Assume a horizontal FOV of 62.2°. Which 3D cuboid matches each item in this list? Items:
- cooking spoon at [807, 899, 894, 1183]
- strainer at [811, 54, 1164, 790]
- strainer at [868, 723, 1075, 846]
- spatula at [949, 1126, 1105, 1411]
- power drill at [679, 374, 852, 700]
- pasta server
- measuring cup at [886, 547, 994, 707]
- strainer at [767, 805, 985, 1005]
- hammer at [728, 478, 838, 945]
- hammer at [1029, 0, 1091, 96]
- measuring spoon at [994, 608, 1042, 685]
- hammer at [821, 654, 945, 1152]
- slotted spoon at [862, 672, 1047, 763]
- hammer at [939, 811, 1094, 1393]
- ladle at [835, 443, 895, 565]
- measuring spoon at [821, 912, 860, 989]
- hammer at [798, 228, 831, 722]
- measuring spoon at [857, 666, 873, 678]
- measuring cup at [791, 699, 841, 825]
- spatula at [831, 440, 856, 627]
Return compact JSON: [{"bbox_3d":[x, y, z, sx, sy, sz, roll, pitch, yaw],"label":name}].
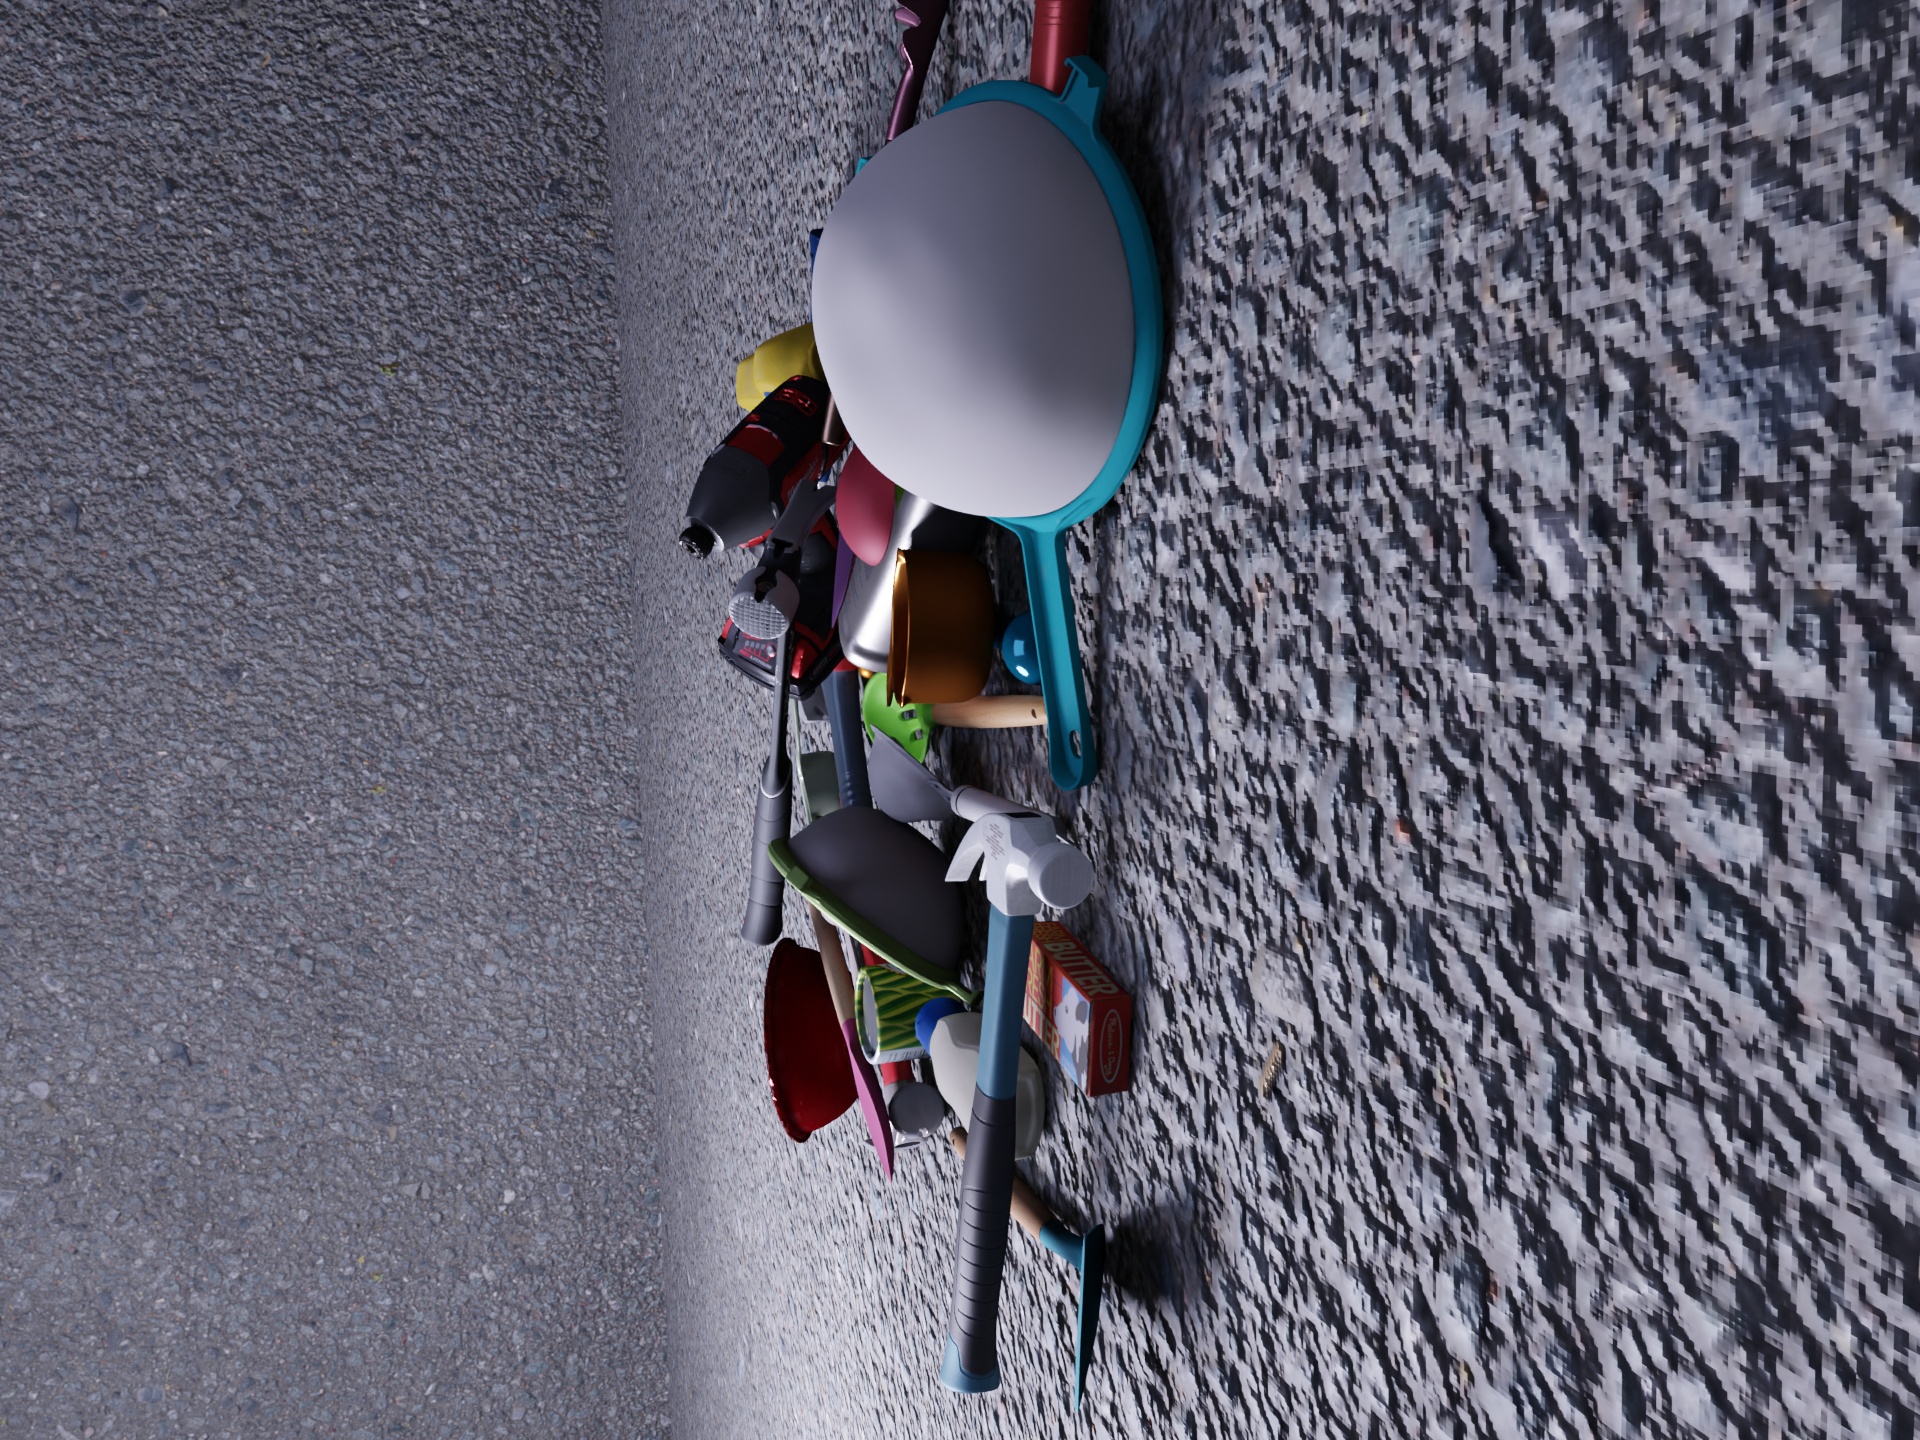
[{"bbox_3d":[-0.085,0.206,1.171,0.319,0.017,0.068,-114,15,-52],"label":"cooking spoon"},{"bbox_3d":[0.002,-0.124,0.756,0.211,0.095,0.340,4,107,55],"label":"strainer"},{"bbox_3d":[-0.002,0.047,0.936,0.050,0.086,0.258,-51,24,-12],"label":"strainer"},{"bbox_3d":[0.032,0.278,0.892,0.317,0.044,0.082,-173,85,-74],"label":"spatula"},{"bbox_3d":[-0.124,-0.116,1.085,0.078,0.143,0.219,29,154,19],"label":"power drill"},{"bbox_3d":[-0.052,-0.326,0.968,0.060,0.040,0.316,-104,27,-76],"label":"pasta server"},{"bbox_3d":[-0.015,-0.040,0.938,0.173,0.052,0.095,111,158,-71],"label":"measuring cup"},{"bbox_3d":[-0.058,0.089,1.067,0.069,0.151,0.256,-53,19,2],"label":"strainer"},{"bbox_3d":[-0.123,0.019,1.070,0.408,0.036,0.149,101,-176,-46],"label":"hammer"},{"bbox_3d":[0.048,-0.388,0.726,0.149,0.036,0.359,-129,39,-62],"label":"hammer"},{"bbox_3d":[0.021,-0.047,0.902,0.129,0.021,0.042,-149,57,-70],"label":"measuring spoon"},{"bbox_3d":[-0.072,0.130,1.213,0.143,0.038,0.387,122,141,-64],"label":"hammer"},{"bbox_3d":[-0.002,-0.003,0.977,0.314,0.031,0.070,-2,106,71],"label":"slotted spoon"},{"bbox_3d":[0.018,0.206,0.835,0.128,0.033,0.331,-142,55,-67],"label":"hammer"},{"bbox_3d":[-0.039,-0.219,0.920,0.069,0.031,0.316,122,159,-53],"label":"ladle"},{"bbox_3d":[-0.086,0.170,1.165,0.034,0.018,0.124,101,158,-45],"label":"measuring spoon"},{"bbox_3d":[-0.113,-0.185,1.285,0.144,0.035,0.405,-121,32,-57],"label":"hammer"},{"bbox_3d":[-0.070,-0.086,1.206,0.021,0.011,0.116,-126,36,-60],"label":"measuring spoon"},{"bbox_3d":[-0.113,0.022,1.285,0.083,0.038,0.167,-118,21,-62],"label":"measuring cup"},{"bbox_3d":[-0.056,-0.196,0.990,0.059,0.018,0.316,117,162,-55],"label":"spatula"}]
